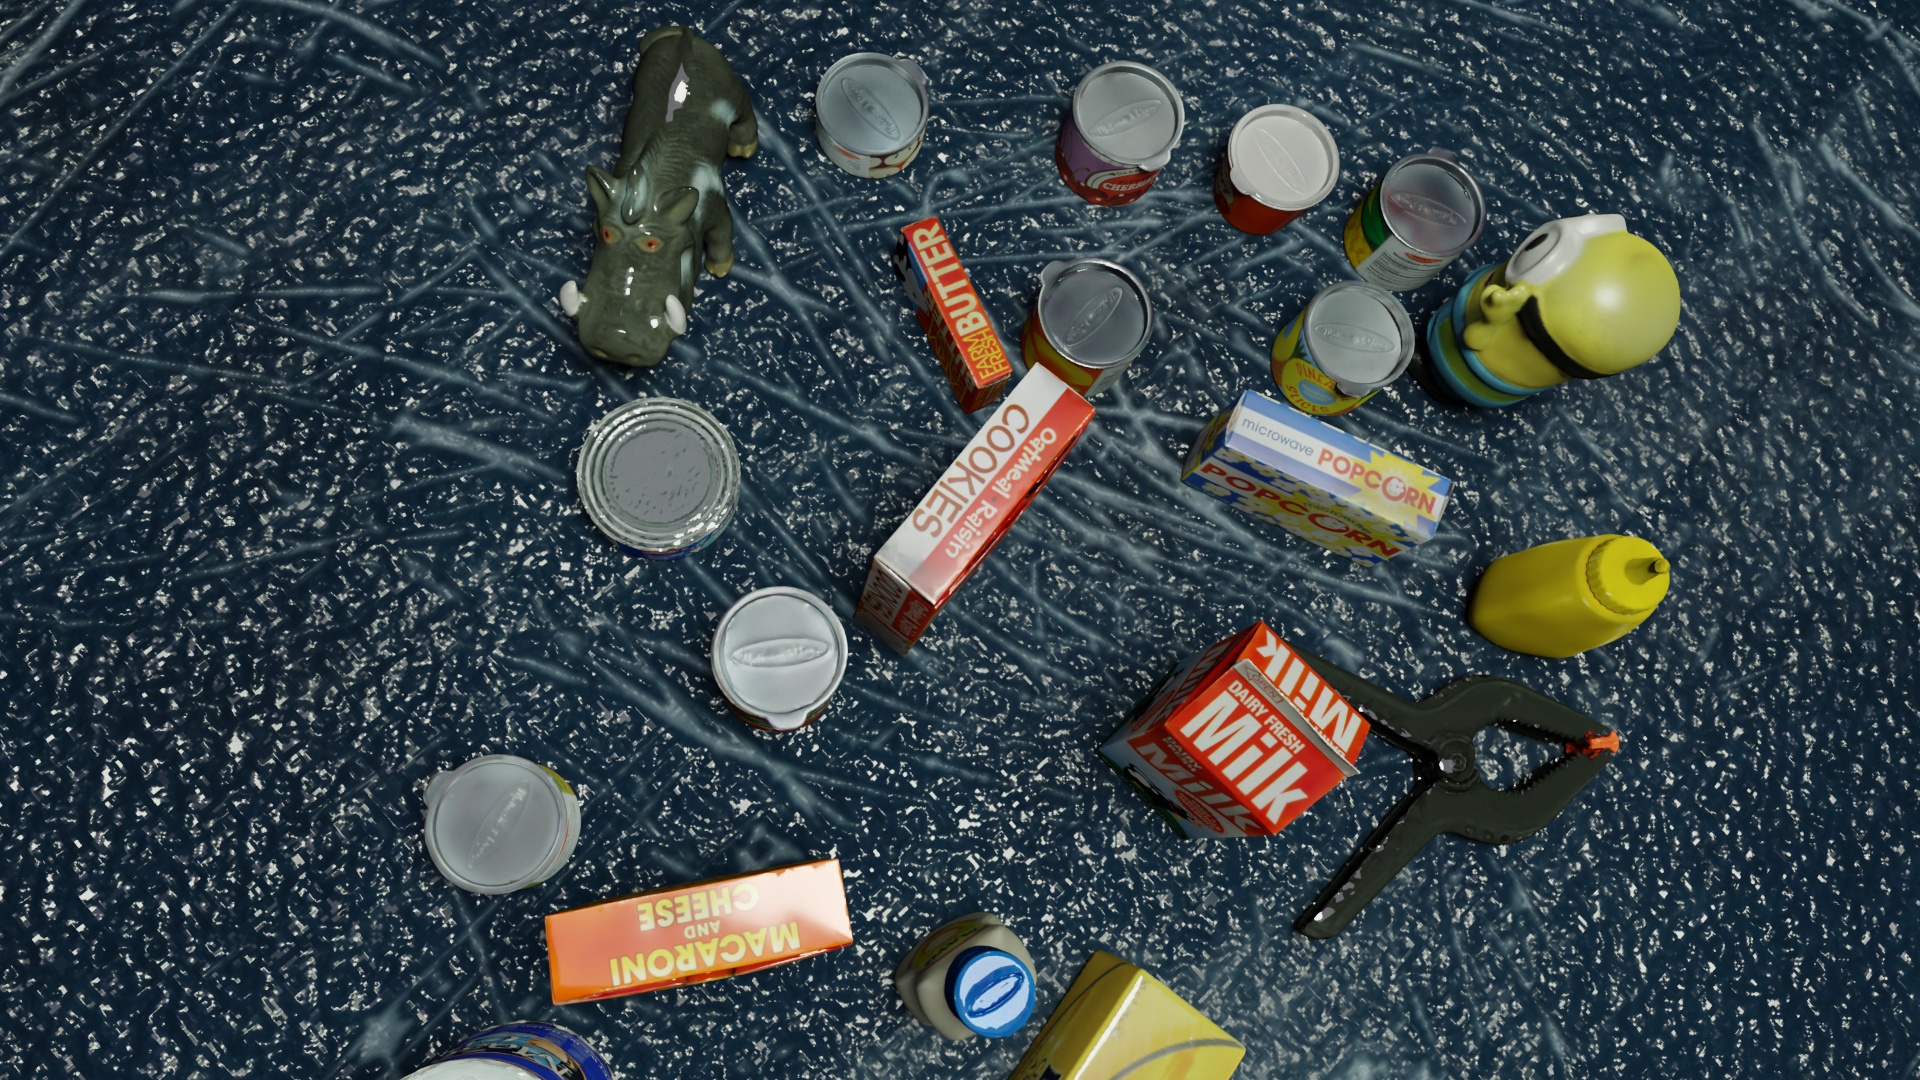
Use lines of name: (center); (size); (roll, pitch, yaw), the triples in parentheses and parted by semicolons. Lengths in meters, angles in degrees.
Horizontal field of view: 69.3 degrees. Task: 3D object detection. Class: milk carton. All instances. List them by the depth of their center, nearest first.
milk carton: (0.135, 0.096, 0.688); (0.072, 0.190, 0.073); (45, 76, 3)

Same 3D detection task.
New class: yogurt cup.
yogurt cup: (0.187, -0.221, 0.839); (0.072, 0.054, 0.072); (2, 77, -8)

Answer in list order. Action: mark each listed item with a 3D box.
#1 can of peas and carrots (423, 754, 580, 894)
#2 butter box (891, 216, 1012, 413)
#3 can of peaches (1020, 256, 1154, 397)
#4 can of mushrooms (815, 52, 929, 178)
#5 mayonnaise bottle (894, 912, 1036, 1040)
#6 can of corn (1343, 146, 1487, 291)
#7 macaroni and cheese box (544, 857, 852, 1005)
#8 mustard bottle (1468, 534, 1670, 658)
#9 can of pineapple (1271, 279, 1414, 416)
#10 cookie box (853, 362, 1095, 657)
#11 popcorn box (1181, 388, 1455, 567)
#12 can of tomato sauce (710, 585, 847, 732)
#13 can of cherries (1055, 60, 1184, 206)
can of peas and carrots: (-0.229, 0.141, 0.694); (0.071, 0.058, 0.071); (2, 77, -8)
butter box: (-0.005, -0.127, 0.791); (0.024, 0.053, 0.103); (-24, 82, -12)
can of peaches: (0.070, -0.123, 0.798); (0.071, 0.058, 0.071); (2, 77, -8)
can of mushrooms: (-0.051, -0.252, 0.823); (0.071, 0.033, 0.071); (2, 77, -8)
mayonnaise bottle: (0.005, 0.209, 0.665); (0.065, 0.147, 0.041); (-32, 84, -13)
can of corn: (0.275, -0.194, 0.843); (0.071, 0.058, 0.071); (2, 77, -8)
macaroni and cheese box: (-0.117, 0.178, 0.646); (0.124, 0.166, 0.040); (-9, 79, -10)
mustard bottle: (0.335, 0.027, 0.748); (0.065, 0.160, 0.049); (23, 76, -2)
can of pineapple: (0.222, -0.110, 0.817); (0.071, 0.057, 0.071); (2, 77, -8)
cookie box: (0.003, -0.009, 0.705); (0.040, 0.167, 0.123); (38, 75, 2)
popcorn box: (0.197, -0.033, 0.781); (0.127, 0.085, 0.038); (24, 75, -2)
can of tomato sauce: (-0.093, 0.065, 0.718); (0.071, 0.083, 0.071); (2, 77, -8)
can of cherries: (0.094, -0.239, 0.828); (0.071, 0.058, 0.071); (2, 77, -8)
